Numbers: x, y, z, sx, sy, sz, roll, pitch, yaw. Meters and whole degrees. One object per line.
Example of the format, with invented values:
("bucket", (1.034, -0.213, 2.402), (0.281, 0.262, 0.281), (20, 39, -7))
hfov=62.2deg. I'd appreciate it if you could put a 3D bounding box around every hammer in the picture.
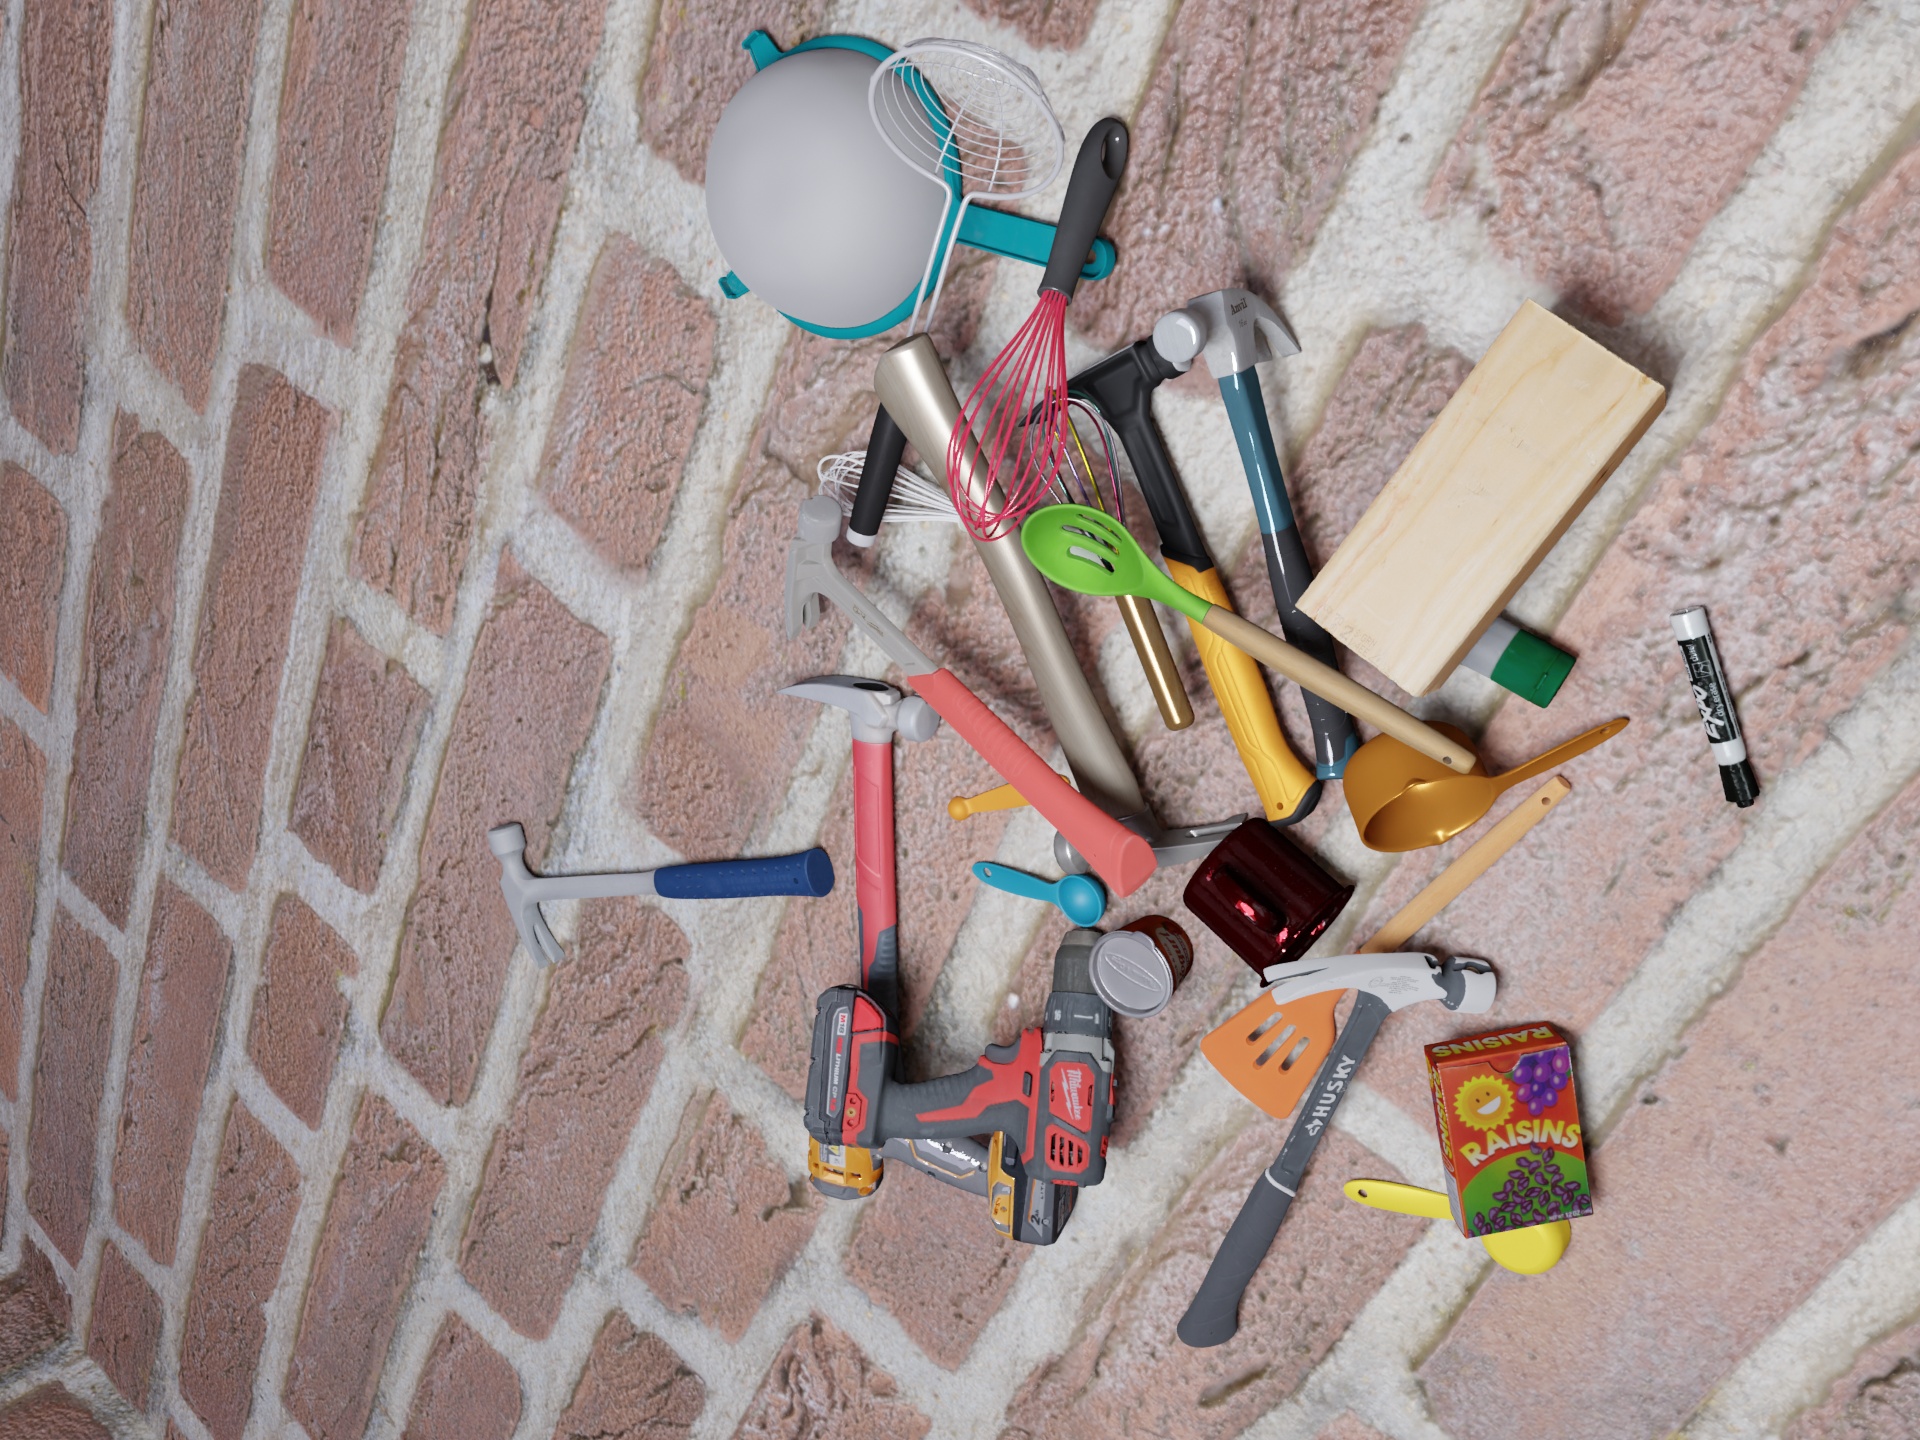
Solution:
("hammer", (0.203, -0.109, 1.003), (0.033, 0.128, 0.331), (-6, 111, 38))
("hammer", (-0.082, 0.153, 1.320), (0.143, 0.038, 0.386), (11, 111, 32))
("hammer", (-0.280, 0.154, 1.456), (0.405, 0.035, 0.144), (-7, 101, 36))
("hammer", (0.155, -0.085, 1.075), (0.127, 0.034, 0.337), (-23, 90, 36))
("hammer", (-0.002, -0.004, 1.135), (0.359, 0.037, 0.149), (44, 149, 21))
("hammer", (0.230, 0.316, 1.130), (0.149, 0.036, 0.408), (7, 124, -13))
("hammer", (0.058, -0.073, 1.086), (0.146, 0.038, 0.410), (-12, 114, 35))

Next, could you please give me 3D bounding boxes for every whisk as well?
("whisk", (0.054, -0.251, 1.008), (0.073, 0.073, 0.296), (12, 79, 31))
("whisk", (0.105, -0.109, 1.061), (0.047, 0.051, 0.245), (-14, 99, 56))
("whisk", (-0.002, -0.152, 1.165), (0.246, 0.058, 0.059), (19, 150, 25))

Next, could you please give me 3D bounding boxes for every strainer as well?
("strainer", (-0.059, -0.353, 1.101), (0.340, 0.095, 0.211), (24, 117, 28))

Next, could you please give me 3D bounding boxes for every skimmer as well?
("skimmer", (-0.032, -0.263, 1.048), (0.127, 0.090, 0.363), (20, 123, 2))

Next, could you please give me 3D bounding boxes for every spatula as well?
("spatula", (0.287, 0.149, 1.065), (0.081, 0.041, 0.322), (42, 123, 7))

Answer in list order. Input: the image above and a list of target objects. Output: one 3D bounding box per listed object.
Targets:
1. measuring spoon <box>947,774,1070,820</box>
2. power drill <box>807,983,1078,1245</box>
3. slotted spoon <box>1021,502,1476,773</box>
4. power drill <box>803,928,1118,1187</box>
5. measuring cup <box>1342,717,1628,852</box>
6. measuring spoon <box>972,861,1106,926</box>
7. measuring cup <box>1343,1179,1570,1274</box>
("measuring spoon", (0.035, 0.060, 1.225), (0.117, 0.011, 0.021), (-16, 96, 37))
("power drill", (-0.020, 0.314, 1.281), (0.226, 0.084, 0.185), (9, 110, 20))
("slotted spoon", (0.175, -0.052, 0.987), (0.314, 0.031, 0.070), (32, 140, 17))
("power drill", (0.007, 0.245, 1.198), (0.227, 0.080, 0.188), (3, 74, 10))
("measuring cup", (0.322, 0.021, 0.991), (0.173, 0.095, 0.052), (-27, 55, 14))
("measuring spoon", (0.063, 0.126, 1.230), (0.129, 0.021, 0.042), (13, 117, 40))
("measuring cup", (0.338, 0.345, 1.101), (0.156, 0.029, 0.062), (2, 106, 32))
